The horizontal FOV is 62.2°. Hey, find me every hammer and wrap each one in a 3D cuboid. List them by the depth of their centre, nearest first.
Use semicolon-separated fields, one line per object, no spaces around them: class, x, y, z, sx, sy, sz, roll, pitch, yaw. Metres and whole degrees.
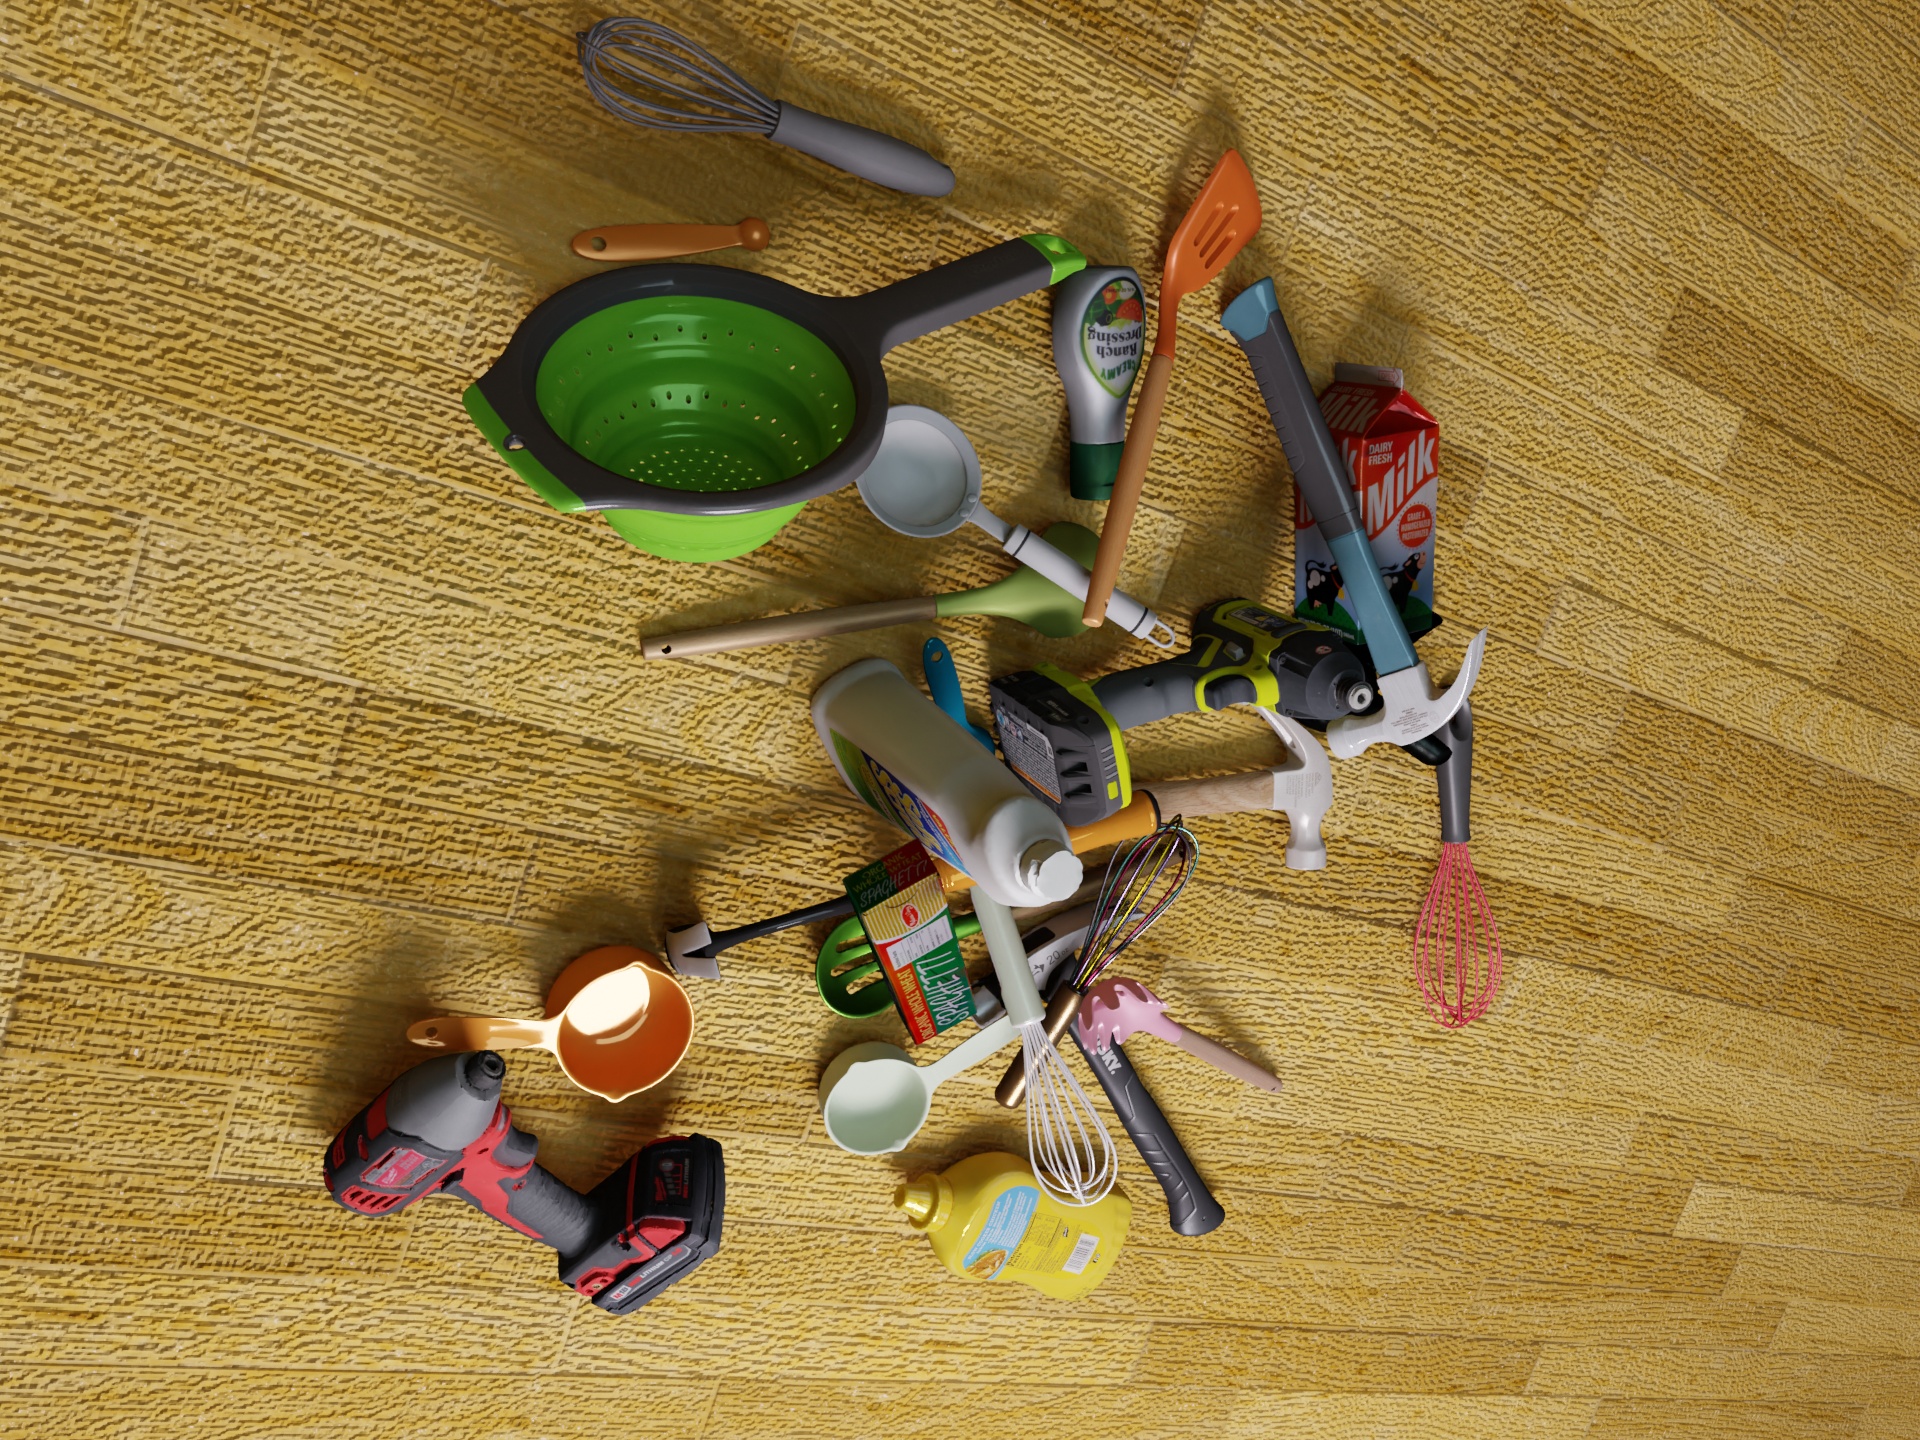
hammer;-0.020;0.101;1.022;0.337;0.127;0.034;-15;87;-18
hammer;0.255;-0.139;1.085;0.033;0.128;0.331;-31;99;-52
hammer;0.124;0.058;1.140;0.331;0.031;0.130;-5;99;-23
hammer;0.130;0.280;1.219;0.146;0.035;0.334;-37;119;-11

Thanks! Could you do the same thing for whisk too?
whisk;-0.103;-0.339;0.898;0.238;0.055;0.055;9;102;-32
whisk;0.049;0.213;1.088;0.059;0.058;0.246;-19;86;12
whisk;0.094;0.170;1.121;0.051;0.047;0.245;25;101;-28
whisk;0.404;0.115;1.296;0.073;0.073;0.295;-11;105;-23

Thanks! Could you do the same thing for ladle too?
ladle;-0.046;-0.072;1.021;0.320;0.062;0.078;-10;110;-17

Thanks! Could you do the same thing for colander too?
colander;-0.084;-0.190;0.921;0.397;0.205;0.094;-29;151;-30

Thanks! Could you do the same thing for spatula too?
spatula;0.131;-0.208;1.014;0.081;0.041;0.323;40;62;-58

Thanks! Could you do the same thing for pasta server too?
pasta server;0.174;0.244;1.182;0.060;0.040;0.315;-40;140;14

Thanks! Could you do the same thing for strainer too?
strainer;0.027;-0.116;0.999;0.258;0.050;0.087;32;67;-7

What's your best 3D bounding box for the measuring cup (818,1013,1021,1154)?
measuring cup;-0.023;0.239;1.117;0.167;0.038;0.083;-29;116;-9

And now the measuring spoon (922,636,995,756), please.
measuring spoon;-0.002;-0.003;1.048;0.042;0.021;0.128;-30;135;-13

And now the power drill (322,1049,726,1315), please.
power drill;-0.257;0.275;0.972;0.219;0.079;0.143;34;119;-29

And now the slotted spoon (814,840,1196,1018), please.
slotted spoon;0.037;0.136;1.130;0.313;0.031;0.070;-16;95;-24

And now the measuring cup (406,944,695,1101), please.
measuring cup;-0.254;0.183;0.984;0.173;0.052;0.095;5;104;-26

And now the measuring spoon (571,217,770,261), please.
measuring spoon;-0.162;-0.274;0.903;0.117;0.011;0.021;-12;91;-24

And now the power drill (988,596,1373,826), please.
power drill;0.147;-0.013;1.058;0.223;0.171;0.080;-20;114;-17
